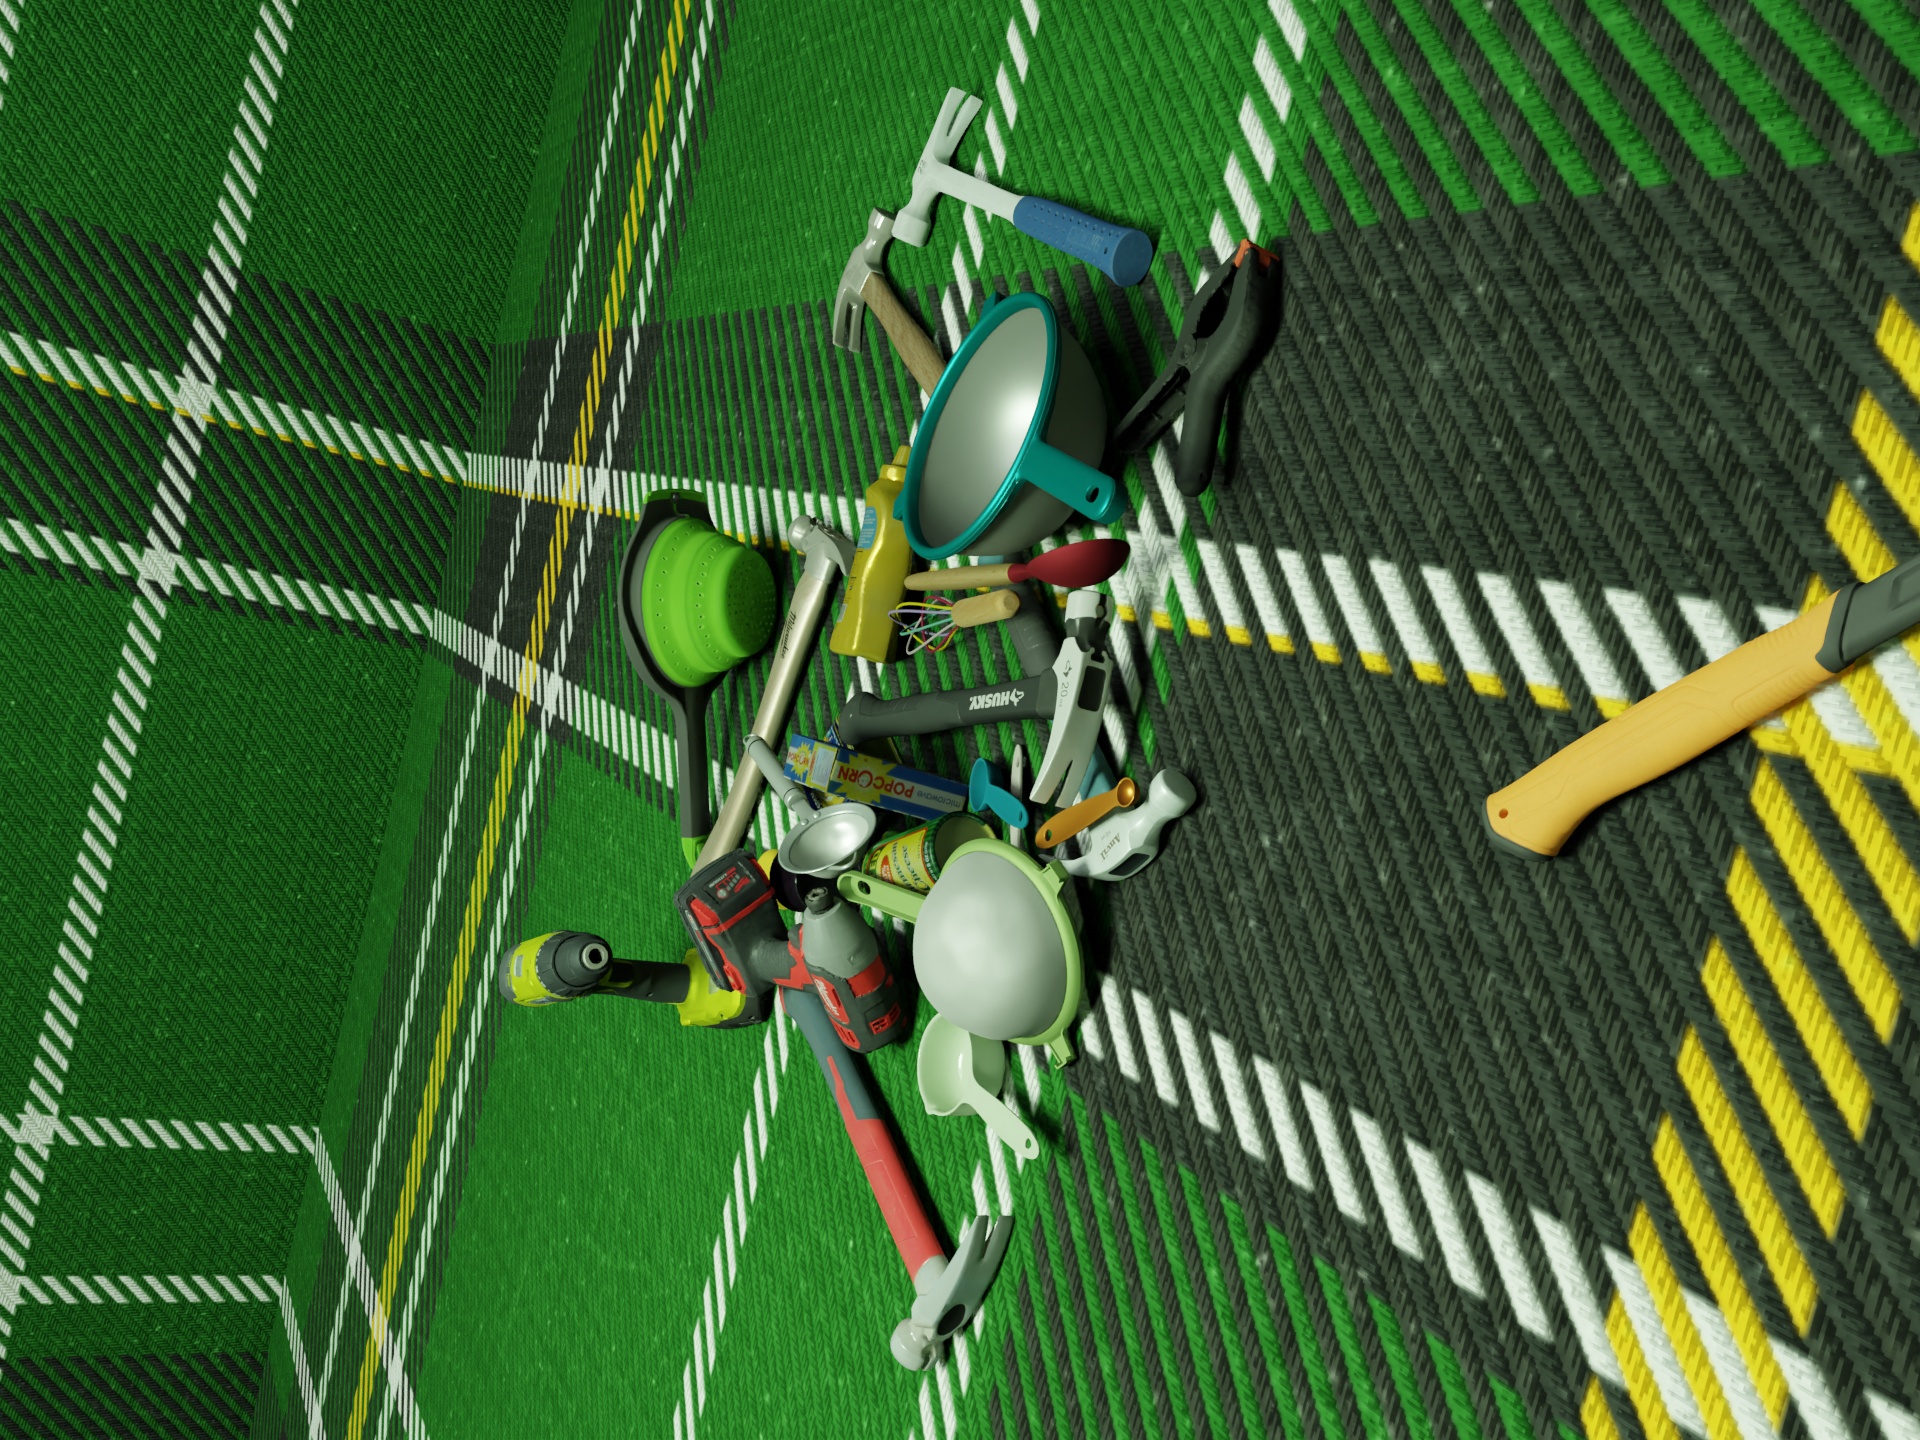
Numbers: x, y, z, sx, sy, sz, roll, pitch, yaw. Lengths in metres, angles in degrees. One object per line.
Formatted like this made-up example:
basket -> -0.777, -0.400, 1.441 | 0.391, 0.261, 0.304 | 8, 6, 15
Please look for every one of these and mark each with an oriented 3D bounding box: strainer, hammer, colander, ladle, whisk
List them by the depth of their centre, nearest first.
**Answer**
hammer -> 0.359, -0.034, 0.692 | 0.336, 0.034, 0.127 | -43, 46, 44
strainer -> -0.024, 0.153, 1.142 | 0.256, 0.069, 0.151 | 14, 112, 46
strainer -> 0.068, -0.184, 1.144 | 0.211, 0.095, 0.341 | -64, 28, 12
hammer -> 0.072, -0.020, 1.162 | 0.128, 0.033, 0.331 | -55, 38, 32
ladle -> 0.028, -0.110, 1.192 | 0.315, 0.069, 0.031 | 4, 96, 63
hammer -> -0.002, -0.004, 1.207 | 0.335, 0.035, 0.146 | -8, 71, 57
whisk -> -0.001, -0.081, 1.257 | 0.245, 0.051, 0.047 | 177, 77, -70
hammer -> -0.070, 0.314, 1.274 | 0.143, 0.038, 0.387 | -63, 34, 21
hammer -> 0.049, -0.437, 1.340 | 0.406, 0.035, 0.144 | 48, 120, 54
strainer -> -0.135, 0.072, 1.348 | 0.259, 0.087, 0.050 | 46, 162, 51
hammer -> -0.052, -0.357, 1.483 | 0.130, 0.031, 0.332 | -60, 35, 27
hammer -> -0.189, 0.008, 1.578 | 0.146, 0.038, 0.410 | 43, 117, 54
colander -> -0.250, -0.040, 1.638 | 0.094, 0.204, 0.397 | 2, 98, 25

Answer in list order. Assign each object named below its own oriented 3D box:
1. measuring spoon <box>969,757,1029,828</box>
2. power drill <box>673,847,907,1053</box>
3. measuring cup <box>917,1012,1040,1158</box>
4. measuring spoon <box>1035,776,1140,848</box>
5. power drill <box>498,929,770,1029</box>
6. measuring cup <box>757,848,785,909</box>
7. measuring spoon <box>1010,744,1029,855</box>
measuring spoon -> 0.035, 0.059, 1.186 | 0.129, 0.021, 0.042 | -146, 63, -69
power drill -> -0.141, 0.184, 1.322 | 0.220, 0.078, 0.143 | 12, 130, 49
measuring cup -> 0.024, 0.267, 1.137 | 0.168, 0.038, 0.083 | 32, 107, 56
measuring spoon -> 0.085, 0.064, 1.069 | 0.117, 0.011, 0.021 | -35, 52, 51
power drill -> -0.296, 0.238, 1.485 | 0.190, 0.228, 0.080 | -22, 61, 54
measuring cup -> -0.203, 0.176, 1.547 | 0.156, 0.029, 0.062 | -44, 45, 41
measuring spoon -> 0.048, 0.074, 1.190 | 0.034, 0.018, 0.124 | 122, 154, -57
